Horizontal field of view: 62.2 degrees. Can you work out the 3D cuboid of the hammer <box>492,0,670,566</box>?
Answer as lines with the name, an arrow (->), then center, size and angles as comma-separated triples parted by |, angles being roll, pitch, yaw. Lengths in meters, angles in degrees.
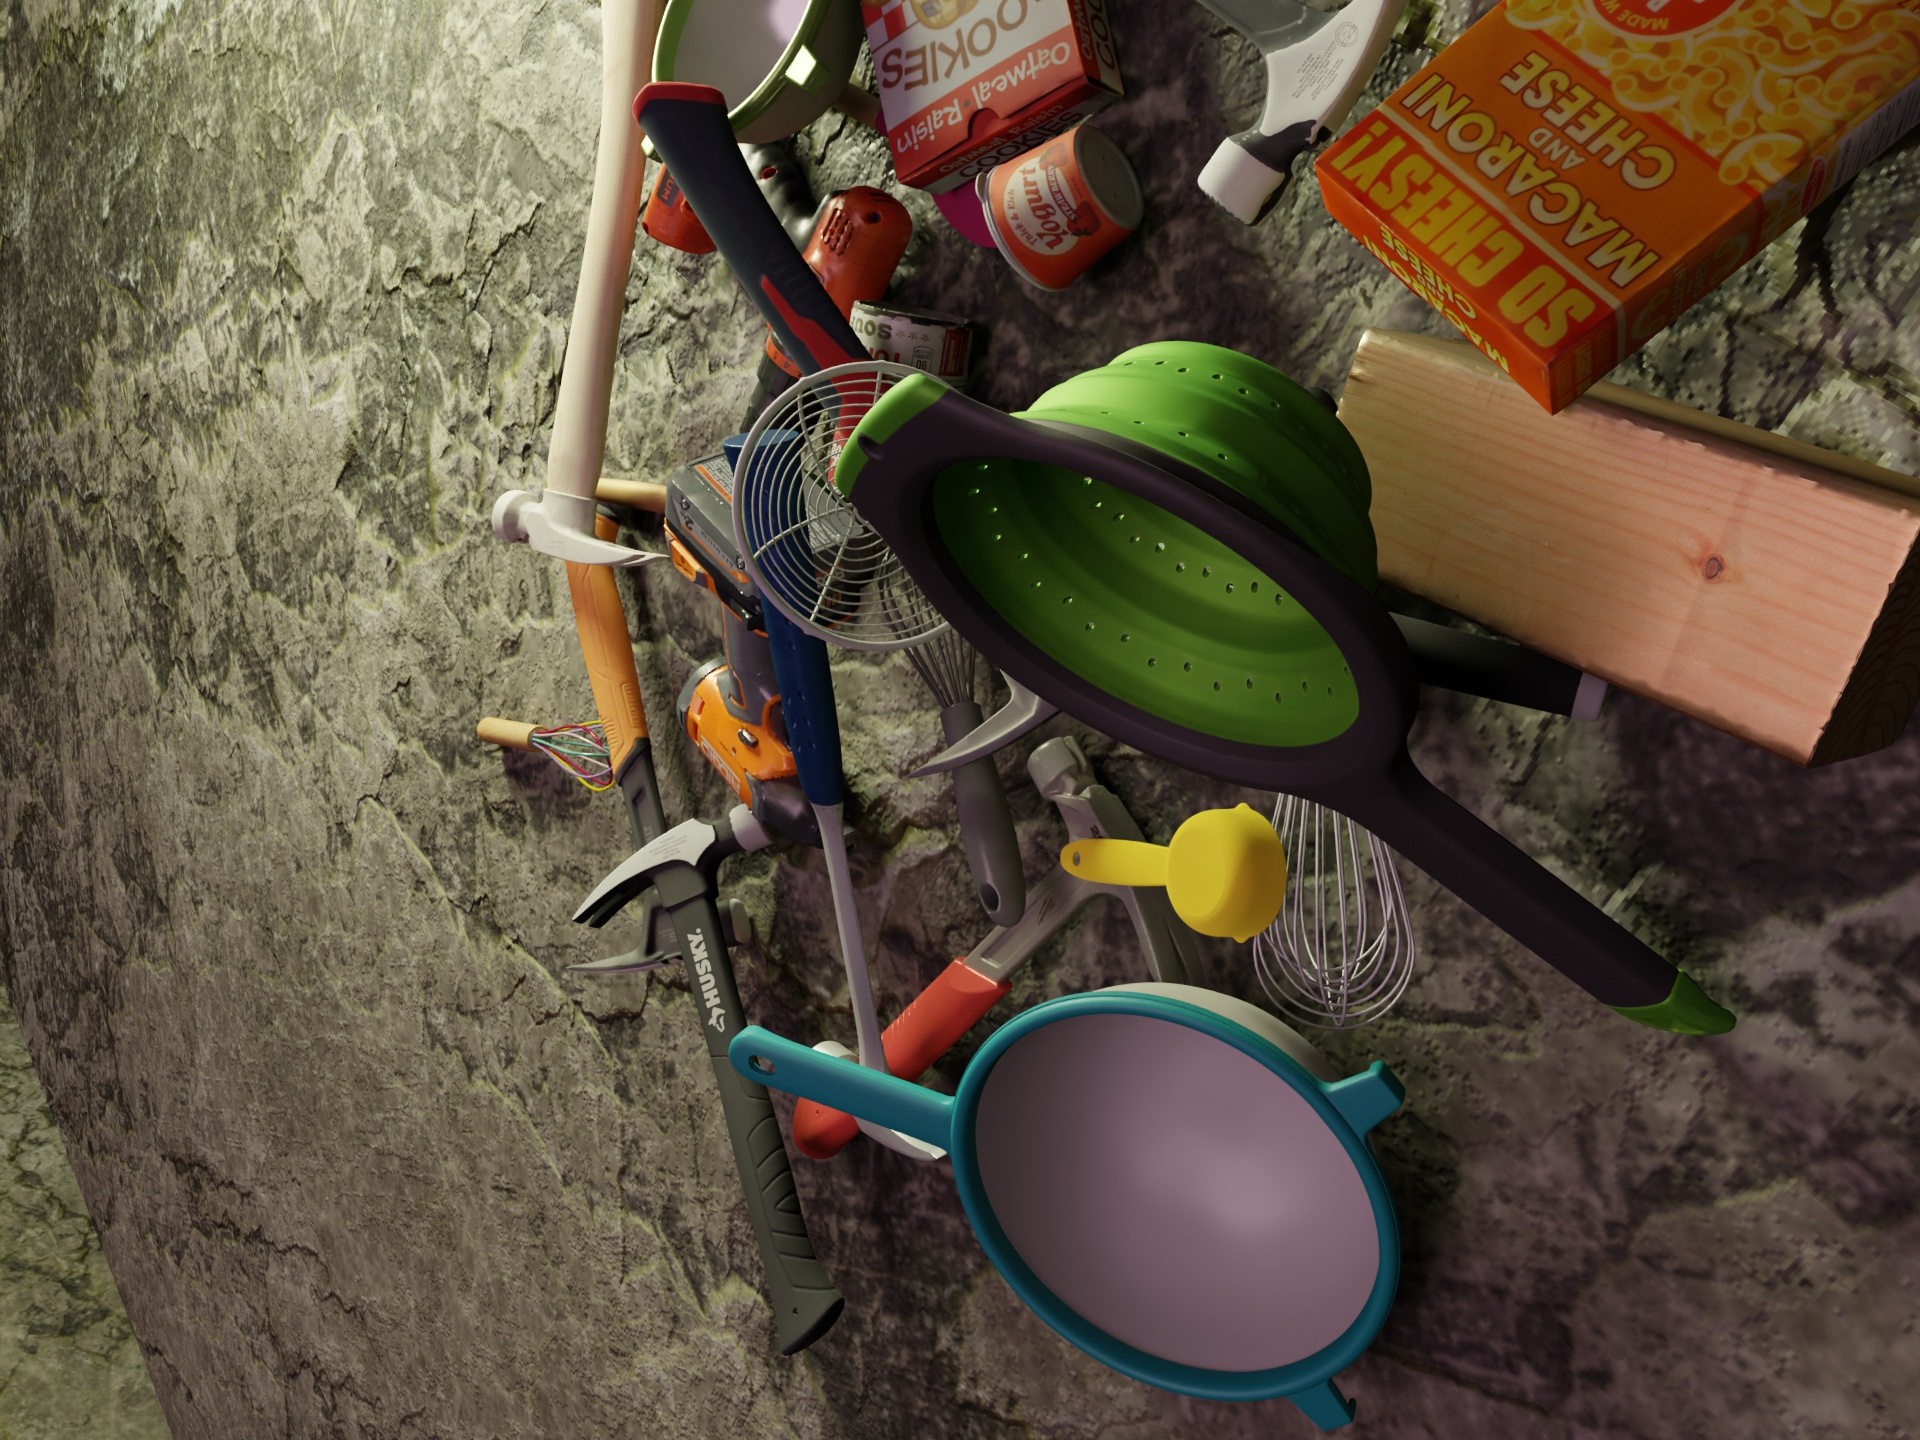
hammer -> -0.229, -0.308, 1.059 | 0.146, 0.038, 0.410 | 17, 102, 33

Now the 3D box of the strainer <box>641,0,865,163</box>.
strainer -> -0.094, -0.431, 0.899 | 0.151, 0.069, 0.256 | -3, 74, 43

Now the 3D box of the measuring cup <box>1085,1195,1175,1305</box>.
measuring cup -> 0.068, 0.246, 0.840 | 0.095, 0.052, 0.174 | -27, 75, 46

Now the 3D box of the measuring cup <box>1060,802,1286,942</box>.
measuring cup -> 0.086, 0.068, 0.739 | 0.156, 0.029, 0.062 | -2, 85, 56

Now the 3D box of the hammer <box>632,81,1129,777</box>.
hammer -> -0.066, -0.158, 0.817 | 0.143, 0.038, 0.386 | -35, 84, 10

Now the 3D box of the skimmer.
skimmer -> 0.080, -0.059, 0.662 | 0.363, 0.090, 0.127 | 17, 91, 21

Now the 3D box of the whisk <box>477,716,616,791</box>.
whisk -> -0.320, 0.020, 1.235 | 0.245, 0.051, 0.047 | 7, 107, 50

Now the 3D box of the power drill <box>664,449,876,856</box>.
power drill -> -0.106, -0.029, 0.936 | 0.164, 0.084, 0.226 | 46, 146, 32

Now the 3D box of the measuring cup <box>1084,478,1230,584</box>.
measuring cup -> 0.087, -0.114, 0.773 | 0.168, 0.038, 0.083 | 20, 110, 42

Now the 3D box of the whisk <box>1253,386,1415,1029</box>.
whisk -> 0.162, -0.005, 0.703 | 0.070, 0.070, 0.284 | -2, 89, 47

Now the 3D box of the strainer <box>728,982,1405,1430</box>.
strainer -> 0.051, 0.189, 0.772 | 0.340, 0.095, 0.211 | 13, 116, 25

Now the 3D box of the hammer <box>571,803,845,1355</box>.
hammer -> -0.145, 0.225, 1.002 | 0.146, 0.035, 0.335 | -24, 68, 11

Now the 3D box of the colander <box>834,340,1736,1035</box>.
colander -> 0.145, -0.021, 0.588 | 0.397, 0.094, 0.204 | 35, 161, -10

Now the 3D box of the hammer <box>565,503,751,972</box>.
hammer -> -0.242, 0.008, 1.118 | 0.127, 0.034, 0.337 | -15, 79, 9

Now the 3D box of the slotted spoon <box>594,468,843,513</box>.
slotted spoon -> -0.183, -0.144, 1.072 | 0.314, 0.031, 0.070 | 16, 115, 47

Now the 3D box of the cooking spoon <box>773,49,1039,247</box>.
cooking spoon -> -0.059, -0.352, 0.909 | 0.319, 0.017, 0.068 | 42, 124, 34

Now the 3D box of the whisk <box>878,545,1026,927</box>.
whisk -> -0.003, -0.002, 0.855 | 0.055, 0.055, 0.239 | -36, 59, 44

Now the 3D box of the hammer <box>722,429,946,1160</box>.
hammer -> -0.065, 0.051, 0.836 | 0.144, 0.035, 0.405 | 19, 124, 50

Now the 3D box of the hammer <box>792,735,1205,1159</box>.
hammer -> -0.001, 0.171, 0.911 | 0.359, 0.036, 0.149 | -51, 54, 39

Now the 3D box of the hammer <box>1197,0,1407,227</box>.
hammer -> 0.041, -0.403, 0.732 | 0.409, 0.036, 0.149 | 48, 116, 23
